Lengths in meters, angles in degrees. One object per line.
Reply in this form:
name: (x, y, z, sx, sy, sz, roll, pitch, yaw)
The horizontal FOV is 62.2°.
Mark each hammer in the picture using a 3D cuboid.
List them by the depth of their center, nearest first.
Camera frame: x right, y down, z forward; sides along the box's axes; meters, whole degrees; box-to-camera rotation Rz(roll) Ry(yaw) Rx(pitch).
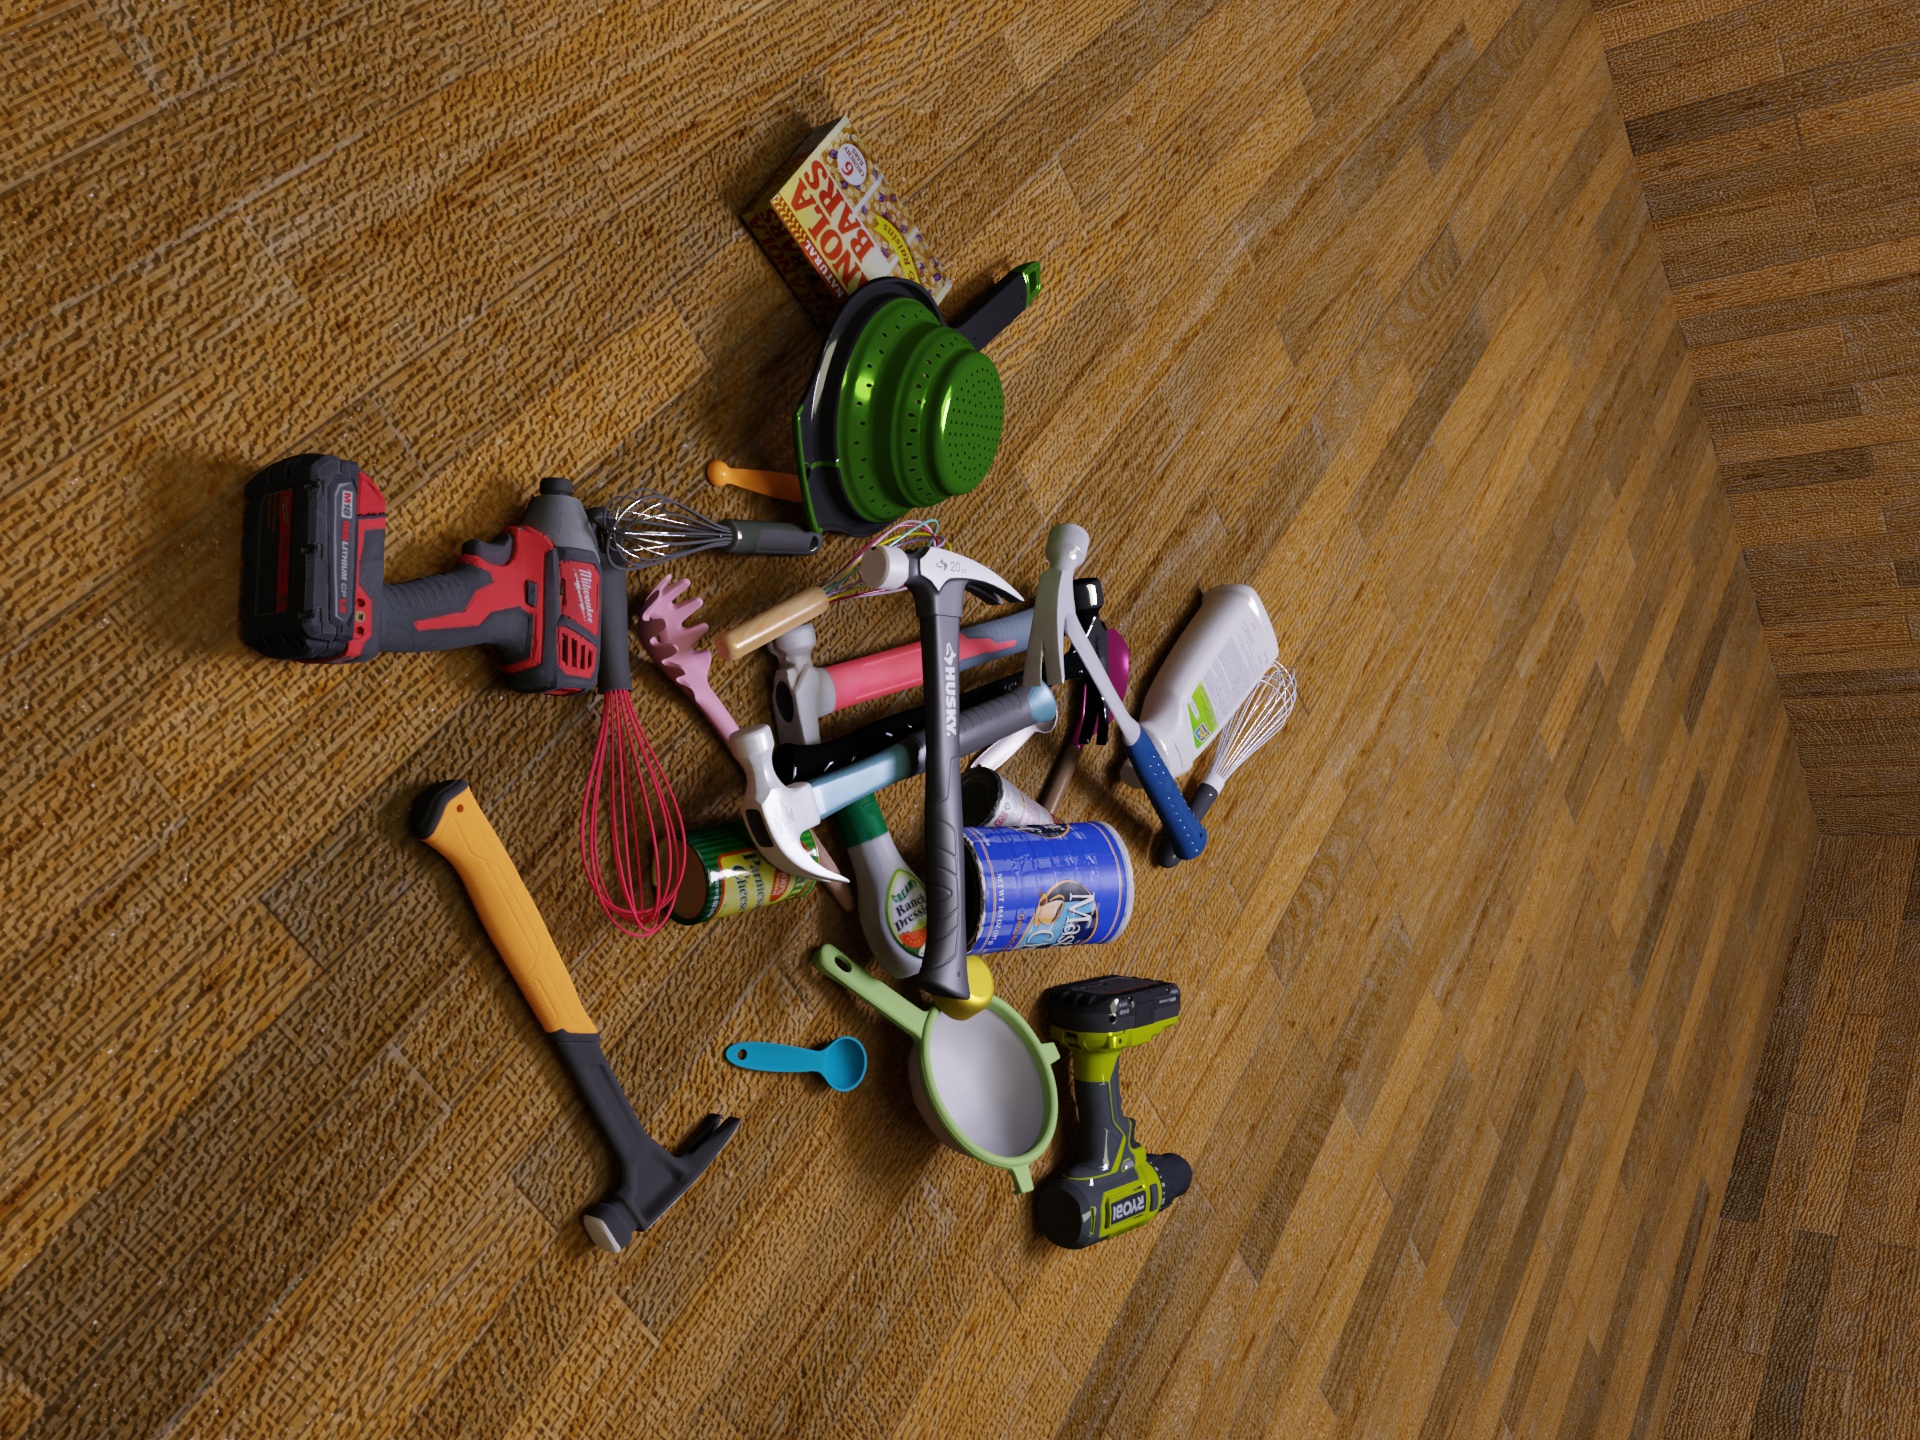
hammer: (-0.260, 0.183, 1.052, 0.127, 0.034, 0.336, -41, 117, -40)
hammer: (-0.009, 0.041, 1.185, 0.146, 0.035, 0.335, 2, 86, -47)
hammer: (-0.036, 0.025, 1.207, 0.331, 0.033, 0.128, -23, 105, -46)
hammer: (-0.002, -0.004, 1.297, 0.409, 0.036, 0.149, -22, 108, -46)
hammer: (-0.006, -0.042, 1.345, 0.386, 0.038, 0.143, -19, 103, -47)
hammer: (0.146, 0.011, 1.406, 0.405, 0.035, 0.144, 56, 40, -47)

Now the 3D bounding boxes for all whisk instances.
whisk: (-0.232, 0.000, 1.081, 0.073, 0.073, 0.296, -1, 82, -48)
whisk: (-0.171, -0.132, 1.137, 0.246, 0.059, 0.057, -8, 119, -61)
whisk: (-0.090, -0.100, 1.206, 0.047, 0.051, 0.245, 50, 47, 7)
whisk: (0.272, 0.042, 1.640, 0.285, 0.070, 0.070, -54, 125, -29)

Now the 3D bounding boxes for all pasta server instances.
pasta server: (-0.151, 0.028, 1.181, 0.316, 0.040, 0.060, 59, 27, -29)

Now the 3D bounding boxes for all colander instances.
colander: (0.009, -0.283, 1.294, 0.397, 0.094, 0.204, -51, 146, -43)

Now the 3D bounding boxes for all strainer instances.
strainer: (-0.033, 0.269, 1.285, 0.256, 0.069, 0.152, 40, 38, -18)

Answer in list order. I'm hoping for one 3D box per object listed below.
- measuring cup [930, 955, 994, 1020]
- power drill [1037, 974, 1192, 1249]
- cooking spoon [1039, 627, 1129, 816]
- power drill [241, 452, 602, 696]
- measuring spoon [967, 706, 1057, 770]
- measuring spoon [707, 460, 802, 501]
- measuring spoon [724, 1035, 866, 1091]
measuring cup: (0.009, 0.176, 1.320, 0.062, 0.029, 0.157, 35, 42, -25)
power drill: (0.151, 0.356, 1.469, 0.190, 0.080, 0.228, -1, 91, -48)
cooking spoon: (0.095, 0.047, 1.467, 0.068, 0.017, 0.319, 50, 53, -38)
power drill: (-0.316, -0.093, 0.978, 0.219, 0.078, 0.143, 6, 83, -50)
measuring spoon: (0.042, 0.017, 1.417, 0.124, 0.018, 0.034, -38, 116, -35)
measuring spoon: (-0.145, -0.182, 1.217, 0.116, 0.011, 0.021, 3, 86, -48)
measuring spoon: (-0.128, 0.258, 1.212, 0.128, 0.021, 0.042, 15, 76, -37)
